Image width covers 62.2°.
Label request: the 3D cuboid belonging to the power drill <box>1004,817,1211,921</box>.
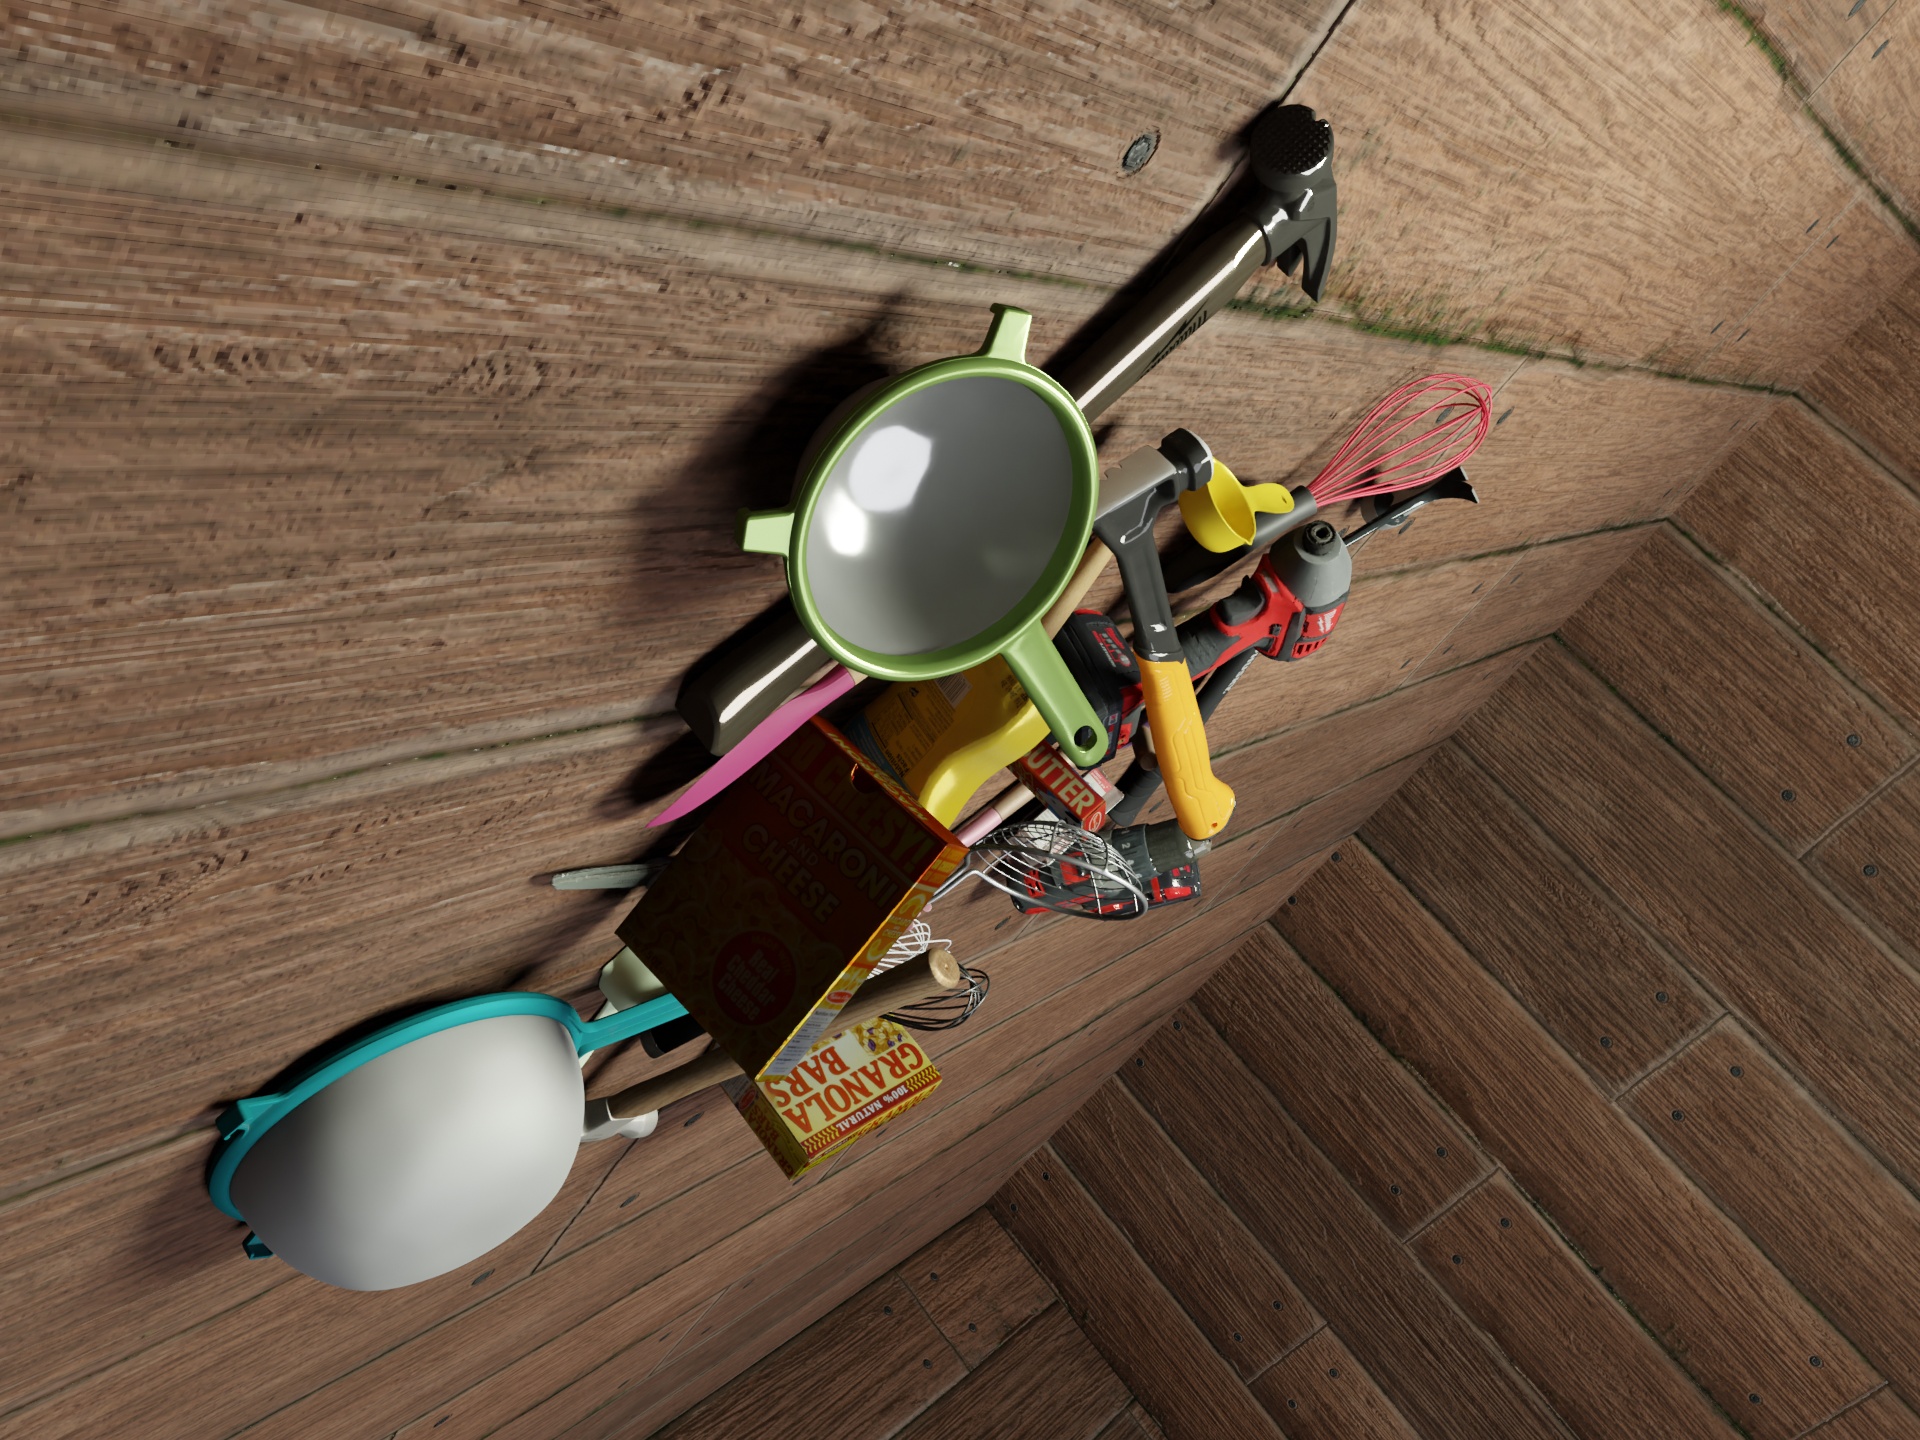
[{"bbox_3d":[0.162,0.134,1.490,0.188,0.080,0.226,-18,168,20],"label":"power drill"}]

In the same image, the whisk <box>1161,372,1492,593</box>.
[{"bbox_3d":[0.265,-0.169,1.146,0.296,0.073,0.073,-30,159,-11],"label":"whisk"}]

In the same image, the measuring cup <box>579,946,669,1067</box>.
[{"bbox_3d":[-0.213,0.194,1.031,0.167,0.038,0.083,-53,158,25],"label":"measuring cup"}]

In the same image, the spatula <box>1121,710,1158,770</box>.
[{"bbox_3d":[0.142,0.012,1.227,0.060,0.018,0.316,-44,180,8],"label":"spatula"}]

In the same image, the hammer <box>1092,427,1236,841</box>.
[{"bbox_3d":[0.119,-0.023,0.977,0.127,0.034,0.336,-33,140,-8],"label":"hammer"}]

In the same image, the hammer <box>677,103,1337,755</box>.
[{"bbox_3d":[0.026,-0.126,0.796,0.410,0.038,0.146,-42,163,2],"label":"hammer"}]

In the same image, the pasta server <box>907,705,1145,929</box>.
[{"bbox_3d":[0.054,0.064,1.273,0.316,0.040,0.060,-38,177,-14],"label":"pasta server"}]

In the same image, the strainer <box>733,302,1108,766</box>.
[{"bbox_3d":[0.003,-0.067,0.734,0.151,0.069,0.256,-40,136,-4],"label":"strainer"}]

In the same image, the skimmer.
[{"bbox_3d":[-0.051,0.168,1.090,0.363,0.090,0.127,-28,148,5],"label":"skimmer"}]

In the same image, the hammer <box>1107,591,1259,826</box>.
[{"bbox_3d":[0.220,-0.014,1.430,0.146,0.035,0.334,-22,154,-43],"label":"hammer"}]

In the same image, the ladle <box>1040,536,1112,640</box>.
[{"bbox_3d":[-0.002,-0.003,1.026,0.320,0.062,0.078,-54,156,14],"label":"ladle"}]

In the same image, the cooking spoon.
[{"bbox_3d":[-0.042,-0.040,0.863,0.319,0.017,0.069,-39,-178,-15],"label":"cooking spoon"}]

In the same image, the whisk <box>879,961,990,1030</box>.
[{"bbox_3d":[-0.076,0.214,1.193,0.239,0.055,0.055,-15,180,37],"label":"whisk"}]

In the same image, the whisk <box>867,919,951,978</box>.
[{"bbox_3d":[-0.081,0.183,1.252,0.070,0.070,0.284,-45,157,10],"label":"whisk"}]

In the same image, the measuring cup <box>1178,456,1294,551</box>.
[{"bbox_3d":[0.185,-0.141,1.052,0.029,0.062,0.156,-26,175,30],"label":"measuring cup"}]

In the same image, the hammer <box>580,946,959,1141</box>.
[{"bbox_3d":[-0.146,0.226,1.080,0.331,0.031,0.130,-27,160,22],"label":"hammer"}]

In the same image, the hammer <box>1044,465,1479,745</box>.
[{"bbox_3d":[0.216,-0.087,1.202,0.409,0.036,0.149,-31,-174,-17],"label":"hammer"}]

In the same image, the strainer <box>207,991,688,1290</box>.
[{"bbox_3d":[-0.238,0.230,0.908,0.340,0.095,0.210,-19,151,-30],"label":"strainer"}]

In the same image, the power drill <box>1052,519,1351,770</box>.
[{"bbox_3d":[0.162,-0.060,1.071,0.219,0.079,0.143,-25,159,-9],"label":"power drill"}]
